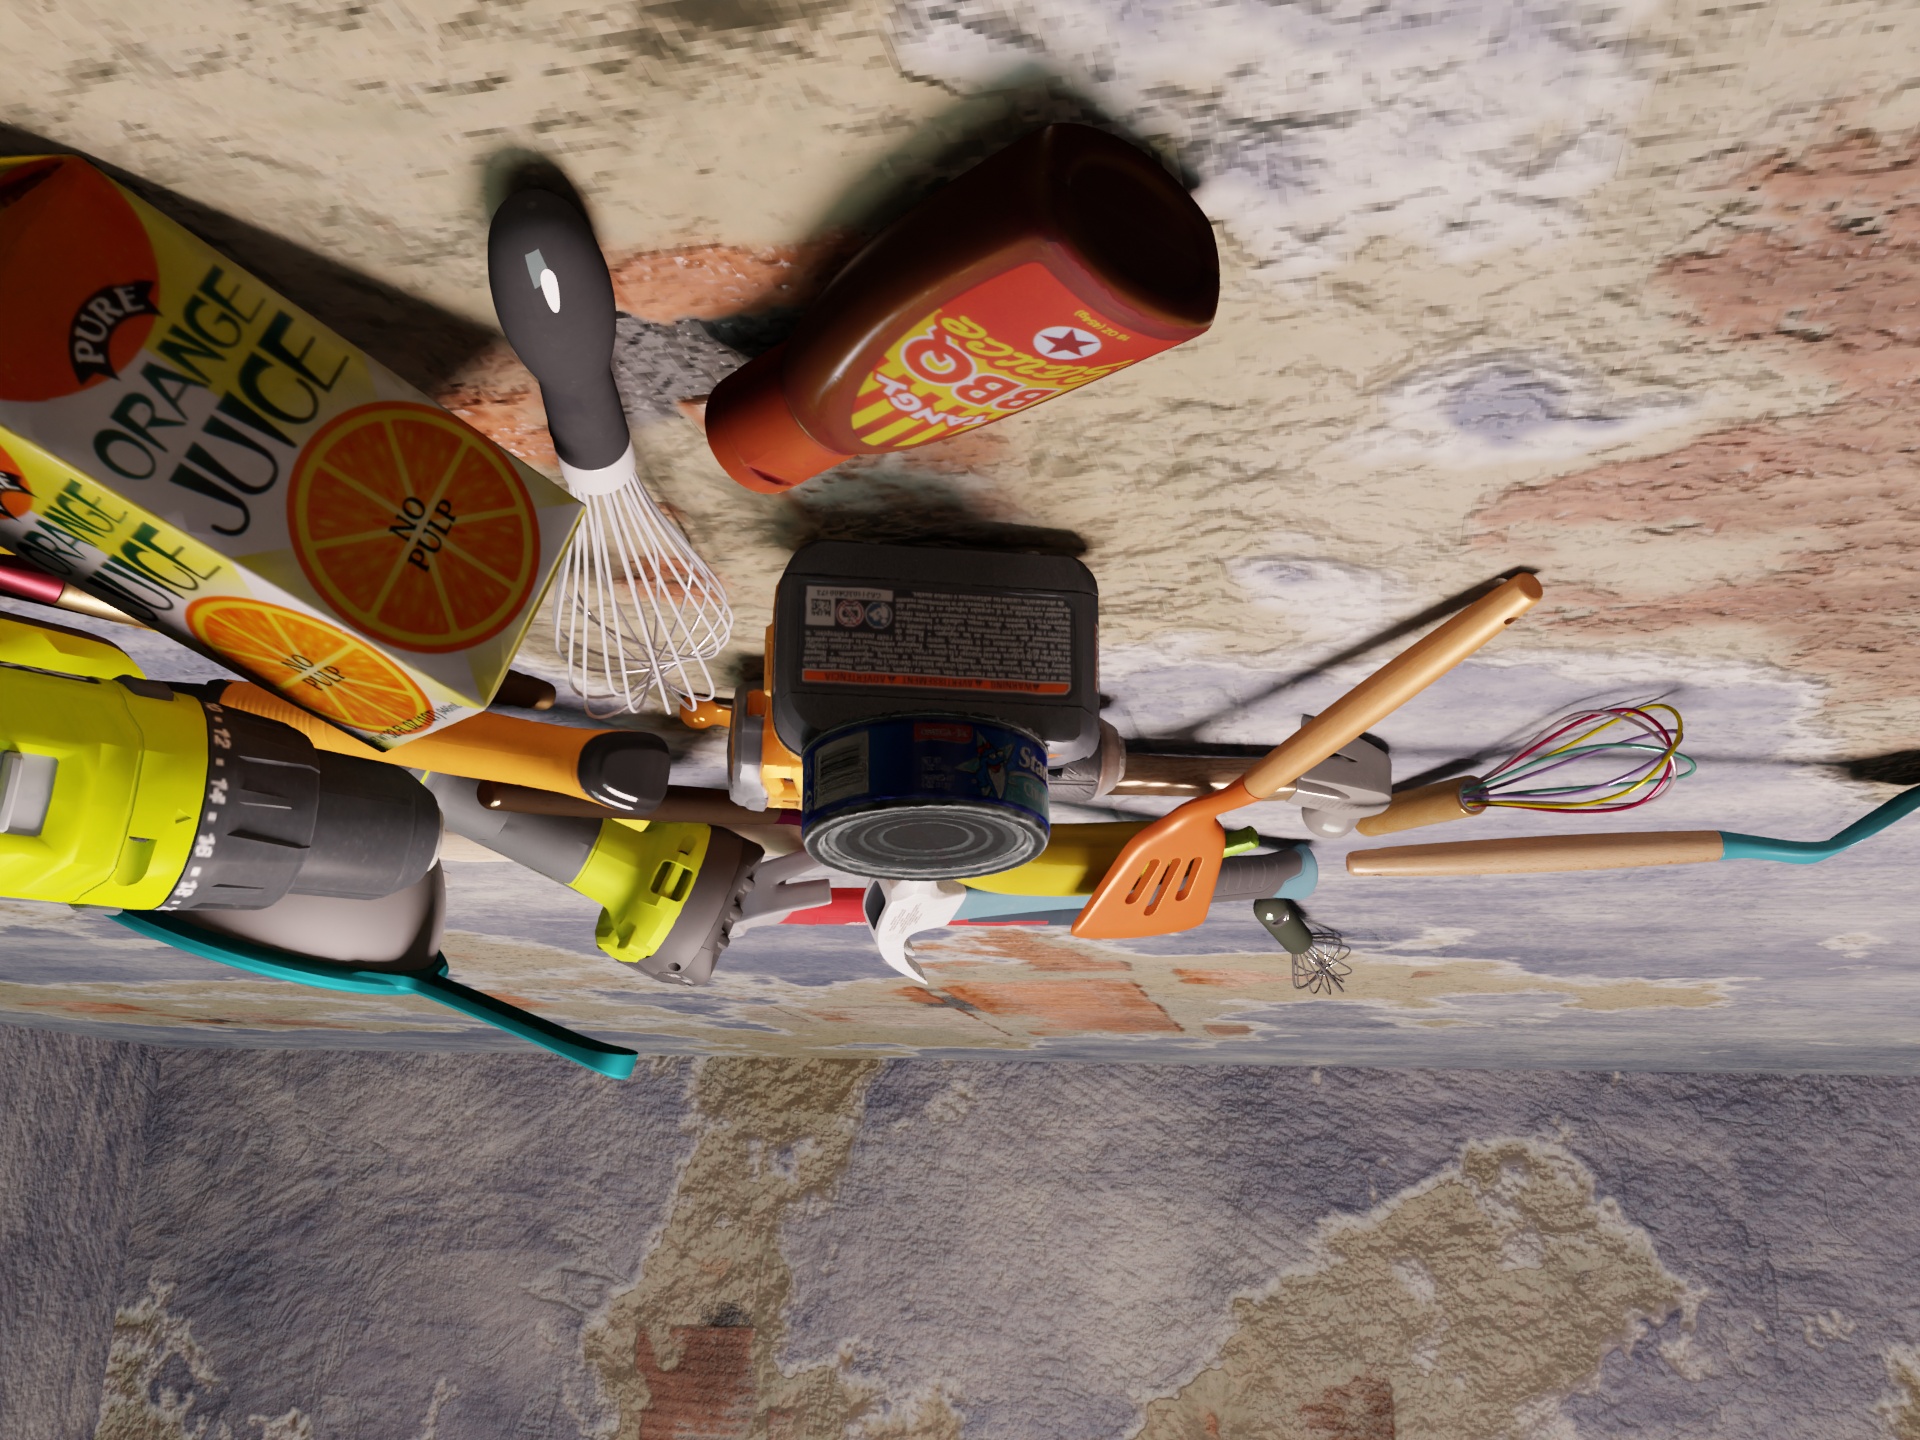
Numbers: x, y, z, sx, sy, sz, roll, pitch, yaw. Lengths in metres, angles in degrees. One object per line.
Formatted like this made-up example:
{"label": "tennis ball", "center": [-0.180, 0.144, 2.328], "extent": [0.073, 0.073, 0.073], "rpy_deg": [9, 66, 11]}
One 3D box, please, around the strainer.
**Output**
{"label": "strainer", "center": [-0.313, 0.090, 0.863], "extent": [0.340, 0.095, 0.211], "rpy_deg": [20, 178, 14]}

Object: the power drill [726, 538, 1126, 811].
{"label": "power drill", "center": [-0.001, -0.002, 0.663], "extent": [0.185, 0.084, 0.226], "rpy_deg": [3, 167, -10]}

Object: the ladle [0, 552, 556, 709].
{"label": "ladle", "center": [-0.268, -0.038, 0.522], "extent": [0.069, 0.031, 0.315], "rpy_deg": [7, 174, 43]}

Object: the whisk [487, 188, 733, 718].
{"label": "whisk", "center": [-0.112, -0.067, 0.502], "extent": [0.070, 0.070, 0.284], "rpy_deg": [3, 159, -3]}

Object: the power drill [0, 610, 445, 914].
{"label": "power drill", "center": [-0.284, 0.009, 0.484], "extent": [0.190, 0.080, 0.229], "rpy_deg": [14, 177, -42]}

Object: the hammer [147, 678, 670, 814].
{"label": "hammer", "center": [-0.274, -0.002, 0.640], "extent": [0.337, 0.034, 0.127], "rpy_deg": [8, 176, 12]}

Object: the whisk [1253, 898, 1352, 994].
{"label": "whisk", "center": [0.270, 0.176, 1.270], "extent": [0.058, 0.059, 0.246], "rpy_deg": [-39, 150, 5]}

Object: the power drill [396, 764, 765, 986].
{"label": "power drill", "center": [-0.225, 0.053, 0.799], "extent": [0.223, 0.080, 0.171], "rpy_deg": [29, 162, -19]}

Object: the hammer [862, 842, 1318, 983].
{"label": "hammer", "center": [0.090, 0.097, 0.940], "extent": [0.330, 0.033, 0.128], "rpy_deg": [1, 138, -34]}

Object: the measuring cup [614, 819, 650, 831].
{"label": "measuring cup", "center": [-0.193, 0.069, 0.919], "extent": [0.062, 0.029, 0.156], "rpy_deg": [-19, 136, 30]}

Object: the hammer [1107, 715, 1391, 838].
{"label": "hammer", "center": [0.057, 0.026, 0.821], "extent": [0.331, 0.031, 0.130], "rpy_deg": [3, 163, 0]}

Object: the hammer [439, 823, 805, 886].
{"label": "hammer", "center": [-0.189, 0.076, 1.009], "extent": [0.410, 0.038, 0.146], "rpy_deg": [-2, 164, 12]}

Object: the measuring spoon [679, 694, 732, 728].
{"label": "measuring spoon", "center": [-0.081, 0.010, 0.779], "extent": [0.117, 0.011, 0.021], "rpy_deg": [15, 136, -6]}

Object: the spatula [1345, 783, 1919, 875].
{"label": "spatula", "center": [0.352, 0.054, 0.801], "extent": [0.317, 0.044, 0.082], "rpy_deg": [-3, 165, 0]}

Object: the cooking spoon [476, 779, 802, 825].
{"label": "cooking spoon", "center": [-0.109, 0.042, 0.778], "extent": [0.069, 0.017, 0.318], "rpy_deg": [20, -174, 32]}

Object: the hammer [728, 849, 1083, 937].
{"label": "hammer", "center": [0.010, 0.117, 1.026], "extent": [0.386, 0.038, 0.143], "rpy_deg": [6, 159, -43]}

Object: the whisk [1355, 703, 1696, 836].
{"label": "whisk", "center": [0.276, 0.032, 0.806], "extent": [0.051, 0.047, 0.245], "rpy_deg": [6, 167, -18]}

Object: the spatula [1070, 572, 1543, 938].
{"label": "spatula", "center": [0.149, 0.027, 0.713], "extent": [0.081, 0.041, 0.322], "rpy_deg": [0, 155, -26]}
